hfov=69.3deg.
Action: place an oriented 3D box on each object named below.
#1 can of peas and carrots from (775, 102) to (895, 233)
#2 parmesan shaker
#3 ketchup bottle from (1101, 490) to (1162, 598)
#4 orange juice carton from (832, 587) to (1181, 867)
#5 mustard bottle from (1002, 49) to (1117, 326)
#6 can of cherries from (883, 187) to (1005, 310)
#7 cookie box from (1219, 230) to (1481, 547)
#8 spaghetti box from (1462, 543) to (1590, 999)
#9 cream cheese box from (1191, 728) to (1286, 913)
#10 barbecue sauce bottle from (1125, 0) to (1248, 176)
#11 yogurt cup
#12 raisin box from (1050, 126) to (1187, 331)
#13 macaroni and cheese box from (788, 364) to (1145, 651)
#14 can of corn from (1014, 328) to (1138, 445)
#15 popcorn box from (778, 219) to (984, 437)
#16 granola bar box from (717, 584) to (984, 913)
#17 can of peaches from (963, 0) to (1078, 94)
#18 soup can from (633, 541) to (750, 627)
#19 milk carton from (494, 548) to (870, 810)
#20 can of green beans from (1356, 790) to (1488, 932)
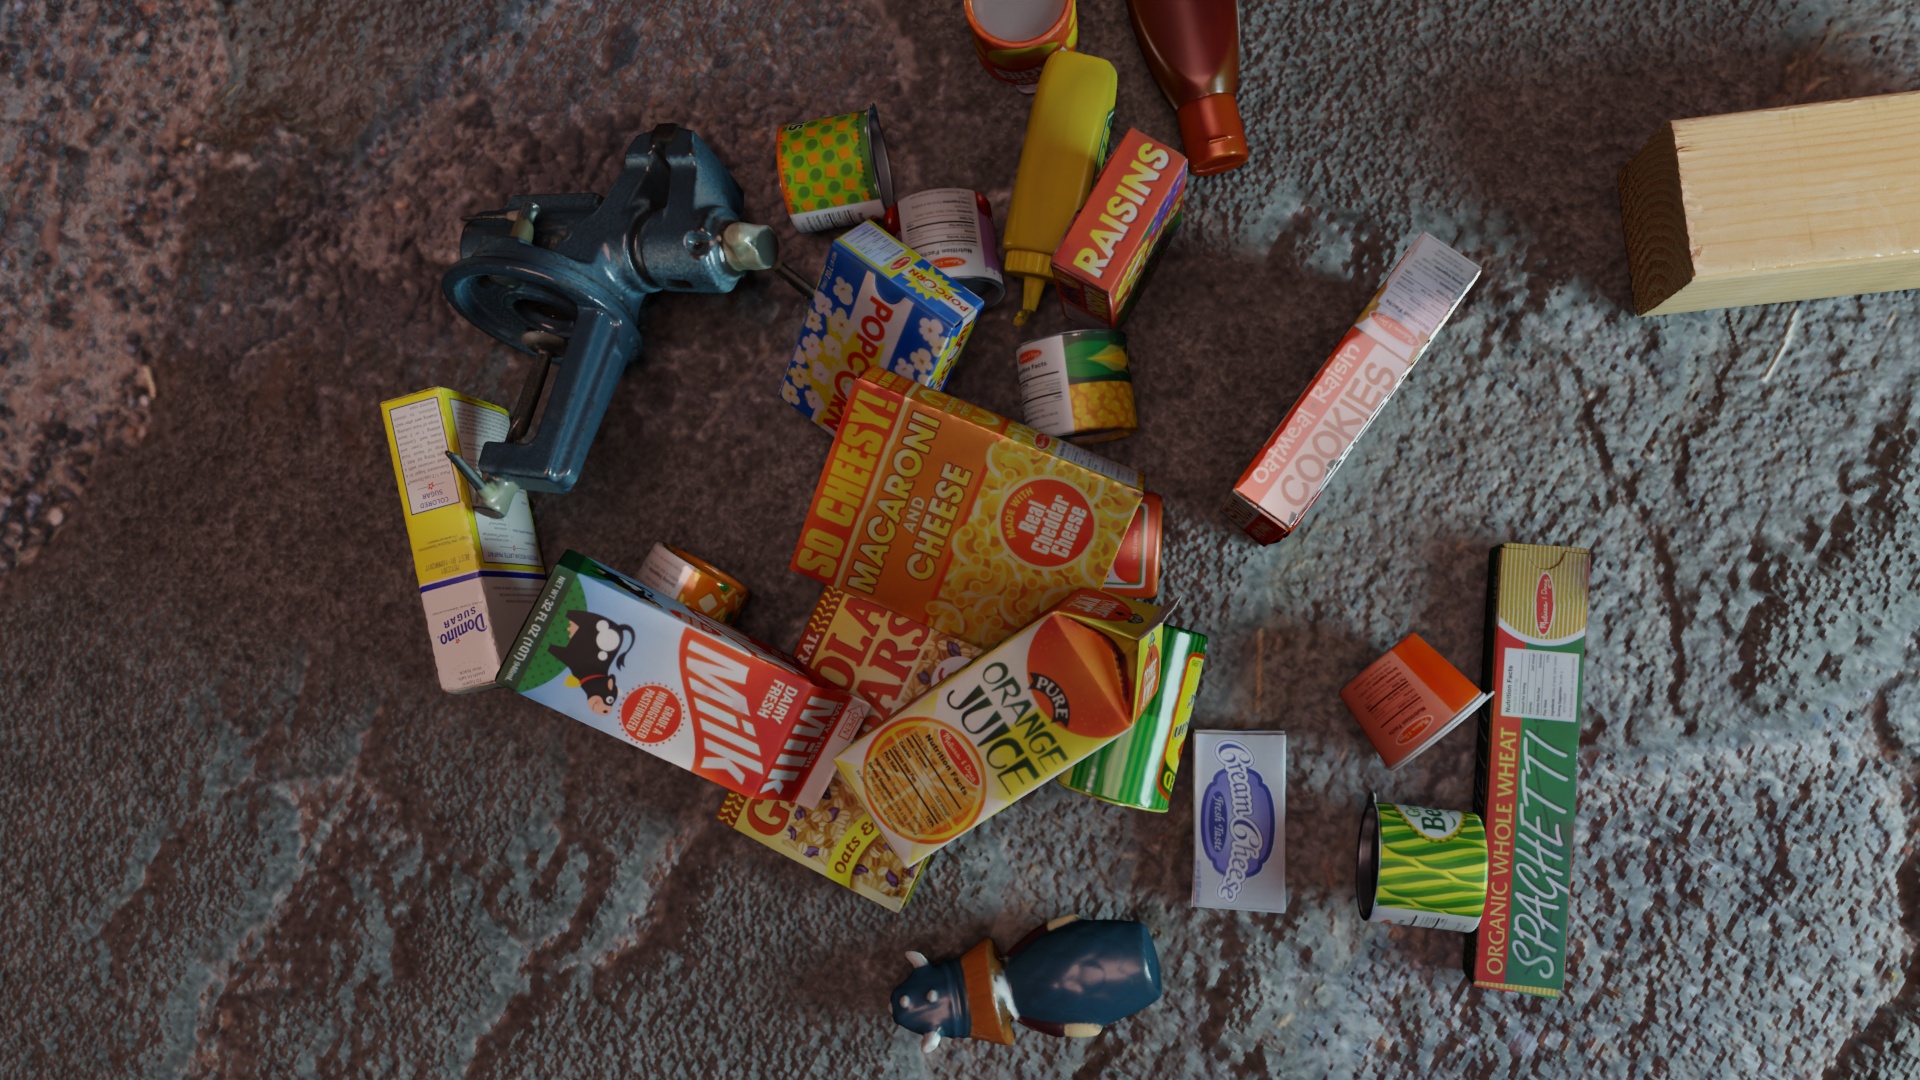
[{"bbox_3d":[-0.076,-0.226,0.841,0.059,0.071,0.071,-9,85,7],"label":"can of peas and carrots"},{"bbox_3d":[0.099,0.096,0.793,0.071,0.071,0.103,14,88,8],"label":"parmesan shaker"},{"bbox_3d":[0.044,-0.001,0.822,0.149,0.043,0.064,3,93,8],"label":"ketchup bottle"},{"bbox_3d":[0.035,0.088,0.738,0.192,0.072,0.073,-36,86,18],"label":"orange juice carton"},{"bbox_3d":[0.056,-0.205,0.828,0.049,0.065,0.160,12,94,3],"label":"mustard bottle"},{"bbox_3d":[-0.011,-0.169,0.829,0.071,0.071,0.058,-11,79,6],"label":"can of cherries"},{"bbox_3d":[0.210,-0.076,0.766,0.040,0.123,0.167,37,91,9],"label":"cookie box"},{"bbox_3d":[0.319,0.127,0.785,0.050,0.028,0.250,5,86,7],"label":"spaghetti box"},{"bbox_3d":[0.161,0.161,0.805,0.053,0.024,0.104,1,86,7],"label":"cream cheese box"},{"bbox_3d":[0.139,-0.295,0.832,0.065,0.043,0.148,-12,85,6],"label":"barbecue sauce bottle"},{"bbox_3d":[0.251,0.089,0.780,0.072,0.072,0.054,-39,74,3],"label":"yogurt cup"},{"bbox_3d":[0.091,-0.170,0.788,0.040,0.123,0.086,31,91,8],"label":"raisin box"},{"bbox_3d":[0.003,-0.010,0.779,0.166,0.040,0.123,22,110,1],"label":"macaroni and cheese box"},{"bbox_3d":[0.070,-0.088,0.815,0.071,0.071,0.058,-8,86,7],"label":"can of corn"},{"bbox_3d":[-0.049,-0.110,0.807,0.085,0.038,0.126,37,136,8],"label":"popcorn box"},{"bbox_3d":[-0.053,0.116,0.827,0.124,0.039,0.165,25,89,7],"label":"granola bar box"},{"bbox_3d":[0.038,-0.315,0.838,0.071,0.058,0.071,-1,85,7],"label":"can of peaches"},{"bbox_3d":[-0.172,0.053,0.835,0.071,0.071,0.084,30,89,8],"label":"soup can"},{"bbox_3d":[-0.149,0.081,0.768,0.190,0.073,0.072,28,90,-13],"label":"milk carton"},{"bbox_3d":[0.255,0.181,0.771,0.058,0.071,0.071,5,87,7],"label":"can of green beans"}]
